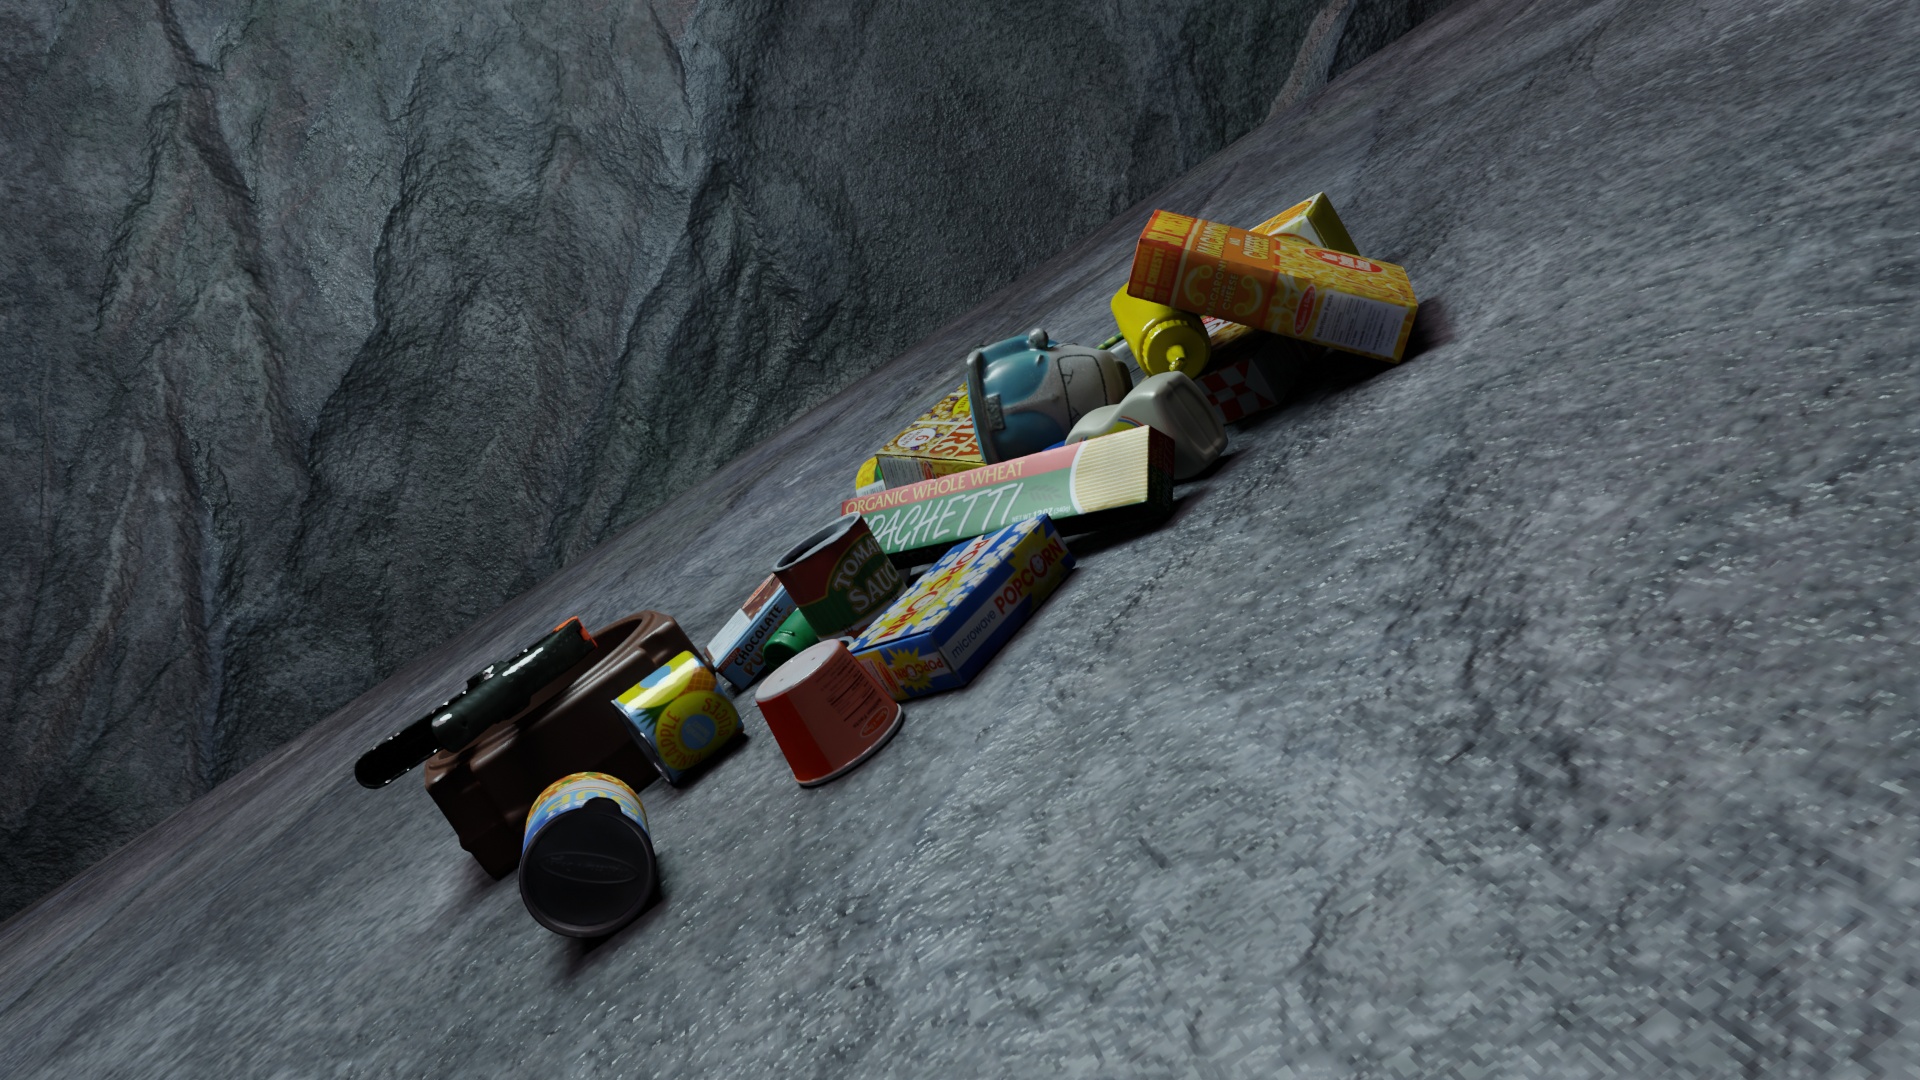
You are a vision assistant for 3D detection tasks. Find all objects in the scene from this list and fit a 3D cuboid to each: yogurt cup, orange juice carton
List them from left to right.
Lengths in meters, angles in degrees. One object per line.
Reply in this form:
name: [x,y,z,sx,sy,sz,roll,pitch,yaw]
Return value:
yogurt cup: [-0.073,0.089,0.741,0.072,0.054,0.072,-31,13,8]
orange juice carton: [0.214,-0.193,1.102,0.192,0.073,0.072,-24,14,34]

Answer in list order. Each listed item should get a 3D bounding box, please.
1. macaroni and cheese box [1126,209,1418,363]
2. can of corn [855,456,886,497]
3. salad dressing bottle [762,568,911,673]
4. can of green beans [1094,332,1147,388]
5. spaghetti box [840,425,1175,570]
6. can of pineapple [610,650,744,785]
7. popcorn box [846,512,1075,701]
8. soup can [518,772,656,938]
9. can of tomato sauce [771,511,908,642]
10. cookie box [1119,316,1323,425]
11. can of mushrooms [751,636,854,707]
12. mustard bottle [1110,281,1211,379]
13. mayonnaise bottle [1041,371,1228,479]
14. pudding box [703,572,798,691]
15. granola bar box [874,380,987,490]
macaroni and cheese box: [0.194,-0.162,0.872,0.166,0.040,0.124,15,24,7]
can of corn: [-0.046,-0.050,1.196,0.058,0.071,0.071,-20,17,47]
salad dressing bottle: [-0.086,0.042,0.977,0.064,0.043,0.148,7,35,26]
can of green beans: [0.137,-0.132,1.085,0.071,0.057,0.071,-31,12,7]
spaghetti box: [0.020,-0.020,0.872,0.249,0.028,0.050,-12,63,37]
can of pineapple: [-0.179,0.113,0.884,0.058,0.071,0.071,-36,13,-20]
popcorn box: [-0.001,0.040,0.797,0.085,0.038,0.127,-21,16,46]
soup can: [-0.194,0.159,0.727,0.071,0.071,0.084,-35,12,-11]
can of tomato sauce: [-0.068,0.034,0.880,0.071,0.083,0.071,-31,12,7]
cookie box: [0.194,-0.128,0.975,0.122,0.040,0.168,-21,18,44]
can of mushrooms: [-0.085,0.090,0.819,0.071,0.033,0.071,-30,13,8]
mustard bottle: [0.136,-0.134,0.910,0.048,0.065,0.161,-38,18,15]
mayonnaise bottle: [0.102,-0.059,0.886,0.041,0.064,0.147,-43,12,-31]
pudding box: [-0.148,0.065,1.022,0.084,0.030,0.050,-49,22,-5]
granola bar box: [0.028,-0.092,1.146,0.124,0.039,0.166,7,36,37]
